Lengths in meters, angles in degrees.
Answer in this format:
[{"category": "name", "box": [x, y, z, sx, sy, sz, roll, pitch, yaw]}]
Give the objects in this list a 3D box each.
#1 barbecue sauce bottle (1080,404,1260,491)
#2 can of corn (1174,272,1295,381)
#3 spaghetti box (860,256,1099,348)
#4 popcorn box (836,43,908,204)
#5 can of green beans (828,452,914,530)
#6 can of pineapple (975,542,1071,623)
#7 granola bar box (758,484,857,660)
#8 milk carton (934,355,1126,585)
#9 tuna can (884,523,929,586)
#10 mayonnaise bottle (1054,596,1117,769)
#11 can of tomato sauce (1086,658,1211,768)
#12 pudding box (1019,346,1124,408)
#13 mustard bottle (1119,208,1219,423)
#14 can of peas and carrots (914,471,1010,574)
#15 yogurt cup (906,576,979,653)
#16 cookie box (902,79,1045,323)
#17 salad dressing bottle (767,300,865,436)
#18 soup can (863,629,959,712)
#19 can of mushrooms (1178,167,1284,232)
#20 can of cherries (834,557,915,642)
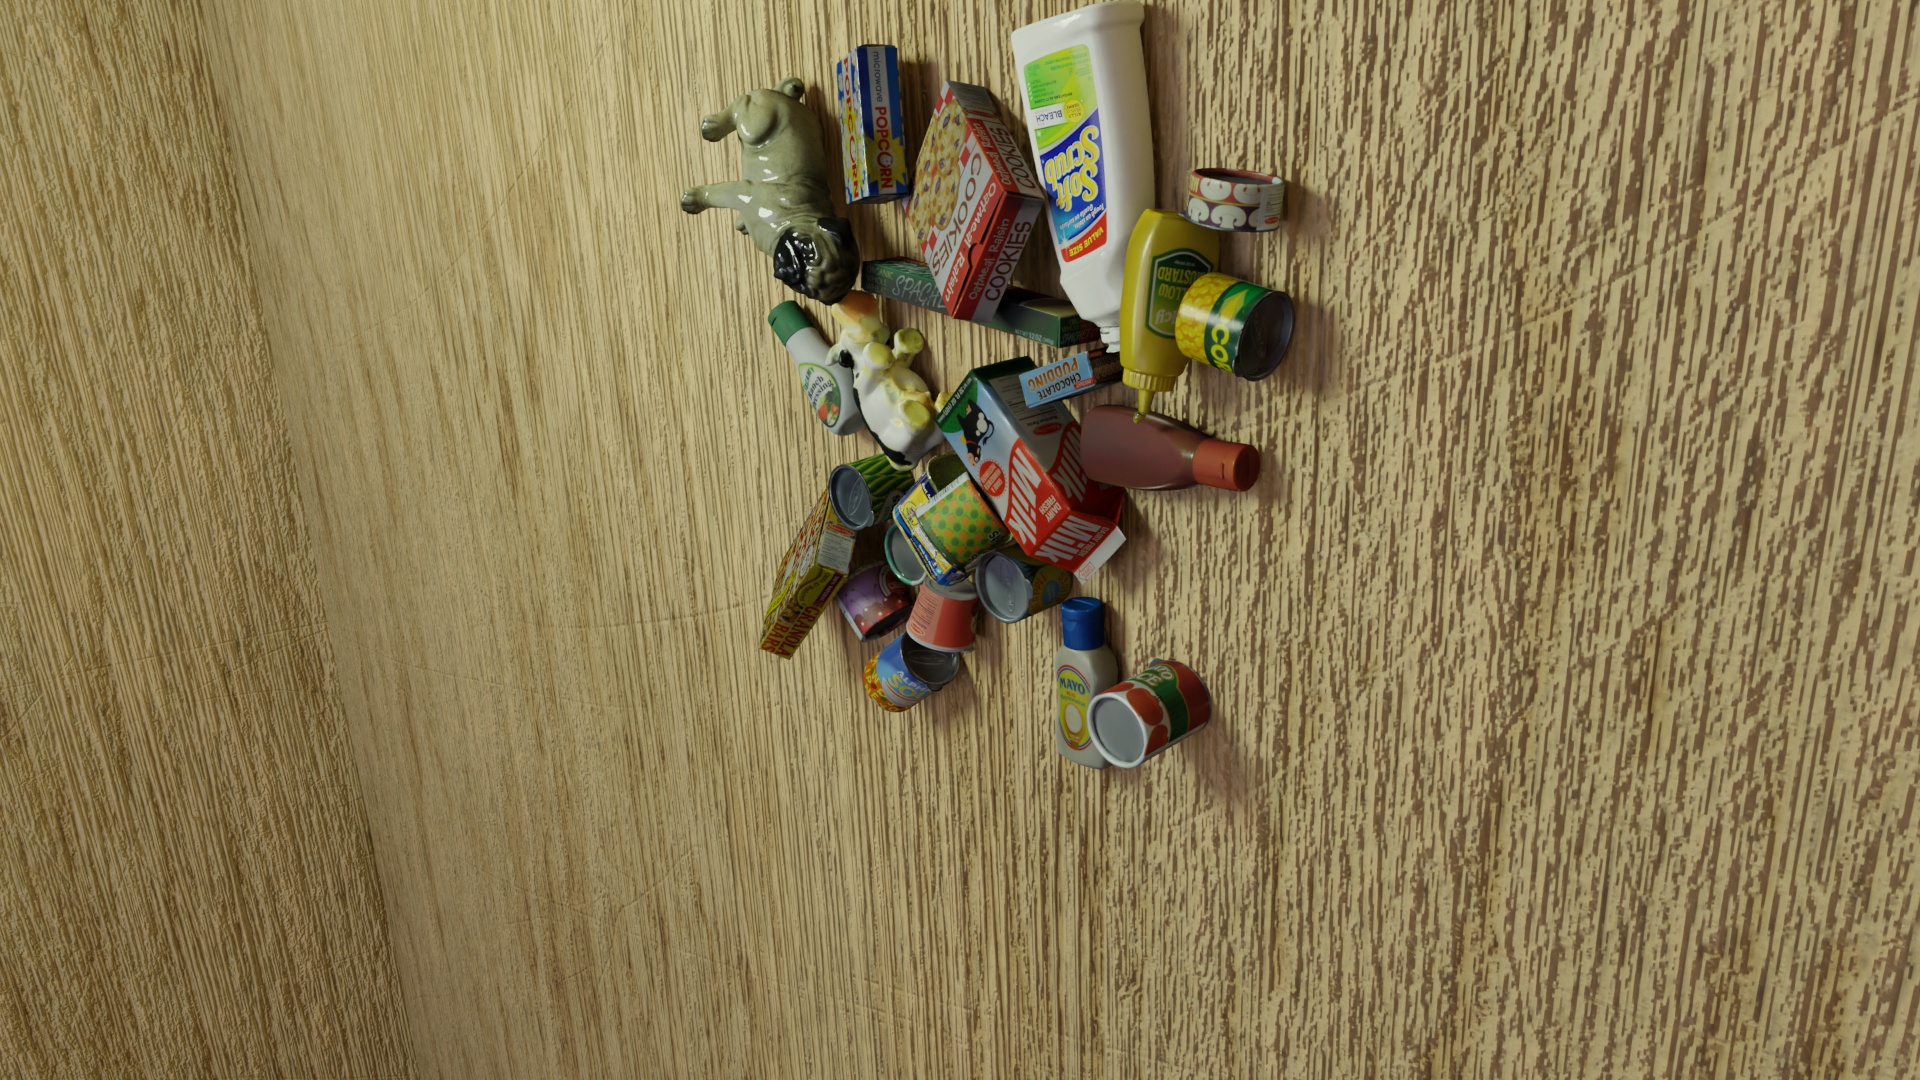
[{"category": "barbecue sauce bottle", "box": [0.162, -0.067, 1.087, 0.148, 0.044, 0.064, 15, 112, 44]}, {"category": "can of corn", "box": [0.195, -0.152, 0.995, 0.058, 0.071, 0.070, 28, 125, 40]}, {"category": "spaghetti box", "box": [0.011, -0.208, 1.197, 0.250, 0.050, 0.028, 24, 120, 41]}, {"category": "popcorn box", "box": [-0.078, -0.361, 1.214, 0.085, 0.038, 0.126, -156, 60, -70]}, {"category": "can of green beans", "box": [-0.087, -0.049, 1.362, 0.071, 0.058, 0.071, 21, 119, 42]}, {"category": "can of pineapple", "box": [0.058, 0.035, 1.233, 0.071, 0.058, 0.070, 21, 120, 42]}, {"category": "granola bar box", "box": [-0.153, 0.028, 1.426, 0.164, 0.039, 0.125, -52, 21, 45]}, {"category": "milk carton", "box": [0.068, -0.057, 1.173, 0.191, 0.074, 0.072, 55, 137, 17]}, {"category": "tuna can", "box": [-0.043, 0.007, 1.354, 0.071, 0.033, 0.070, 21, 120, 42]}, {"category": "mayonnaise bottle", "box": [0.110, 0.124, 1.221, 0.065, 0.041, 0.147, 14, 116, 47]}, {"category": "can of tomato sauce", "box": [0.154, 0.141, 1.146, 0.071, 0.083, 0.071, 21, 120, 42]}, {"category": "pudding box", "box": [0.094, -0.134, 1.132, 0.083, 0.050, 0.030, -14, 93, 50]}, {"category": "mustard bottle", "box": [0.149, -0.162, 1.033, 0.049, 0.065, 0.159, -122, 38, -67]}, {"category": "can of peas and carrots", "box": [0.004, -0.015, 1.199, 0.058, 0.071, 0.071, -38, 72, 10]}, {"category": "yogurt cup", "box": [-0.014, 0.067, 1.323, 0.072, 0.072, 0.053, 32, 118, 37]}, {"category": "cookie box", "box": [0.006, -0.277, 1.135, 0.122, 0.040, 0.168, 115, 147, -40]}, {"category": "salad dressing bottle", "box": [-0.141, -0.174, 1.386, 0.148, 0.044, 0.064, 56, 139, 17]}, {"category": "soup can", "box": [-0.050, 0.130, 1.382, 0.083, 0.071, 0.071, -40, 74, 49]}, {"category": "can of mushrooms", "box": [0.189, -0.238, 0.969, 0.071, 0.071, 0.033, 27, 123, 39]}, {"category": "can of cherries", "box": [-0.085, 0.060, 1.399, 0.058, 0.072, 0.071, 56, 138, 17]}]
